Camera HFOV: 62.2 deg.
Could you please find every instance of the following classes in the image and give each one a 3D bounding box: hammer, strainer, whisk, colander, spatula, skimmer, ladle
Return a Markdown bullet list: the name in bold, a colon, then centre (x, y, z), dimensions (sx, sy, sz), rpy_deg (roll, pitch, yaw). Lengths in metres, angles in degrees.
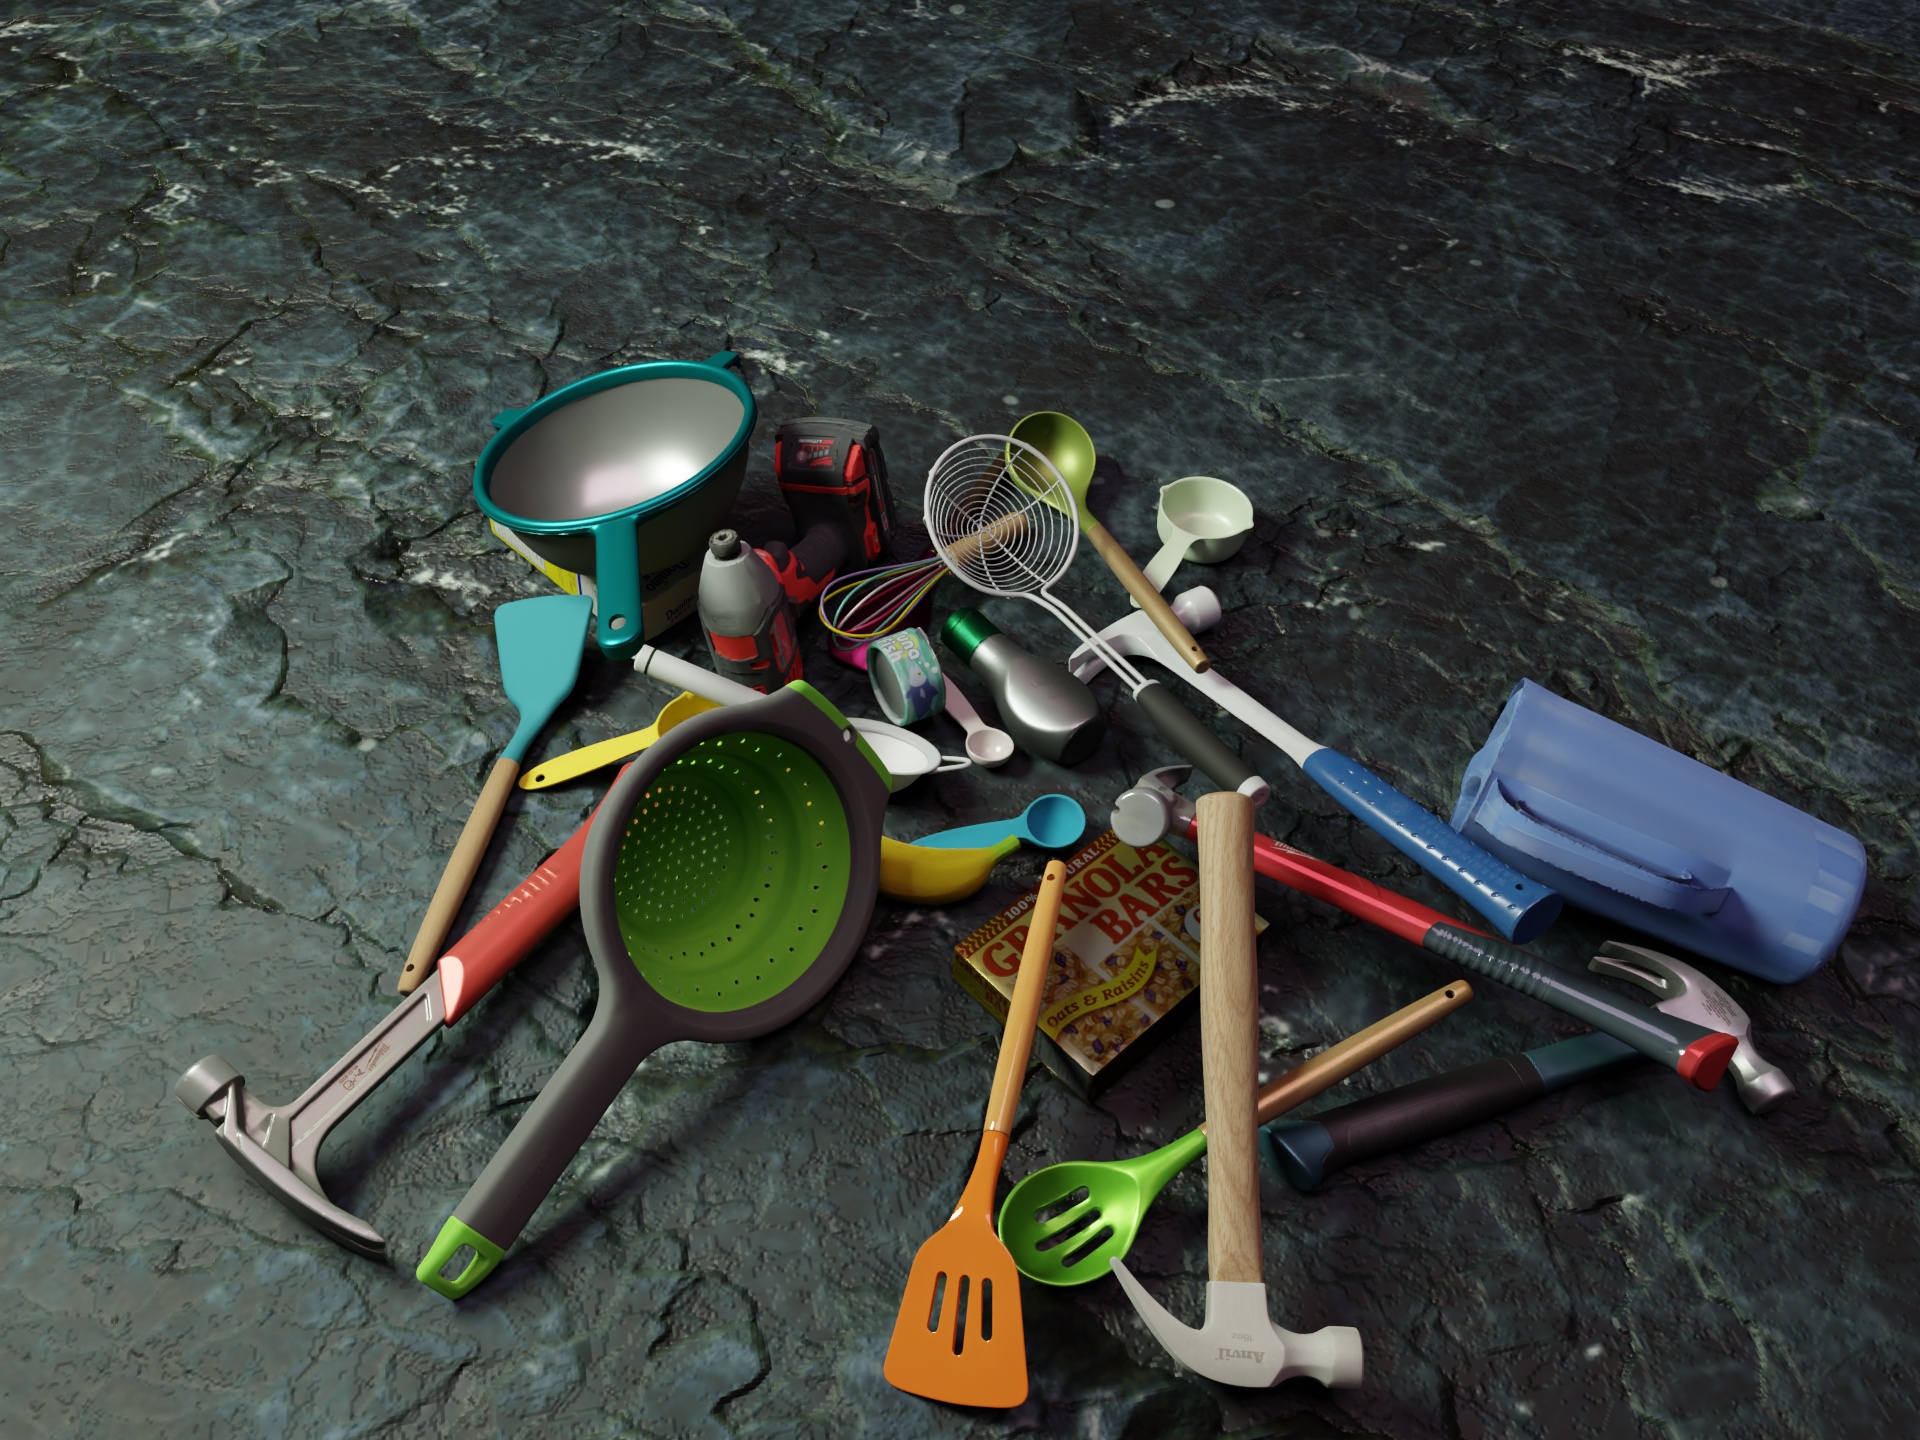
- **hammer**: centre (0.150, 0.197, 0.897), dimensions (0.130, 0.031, 0.332), rpy_deg (2, 65, 1)
- **strainer**: centre (-0.120, 0.000, 1.100), dimensions (0.258, 0.050, 0.087), rpy_deg (23, 20, -3)
- **whisk**: centre (-0.021, -0.111, 1.218), dimensions (0.047, 0.051, 0.245), rpy_deg (9, 29, 37)
- **hammer**: centre (0.338, 0.222, 0.973), dimensions (0.331, 0.033, 0.128), rpy_deg (-13, 51, -16)
- **hammer**: centre (-0.283, 0.148, 0.976), dimensions (0.149, 0.036, 0.359), rpy_deg (36, 51, 8)
- **colander**: centre (-0.199, 0.151, 0.951), dimensions (0.094, 0.204, 0.397), rpy_deg (7, 55, 49)
- **spatula**: centre (-0.320, 0.043, 1.072), dimensions (0.082, 0.044, 0.318), rpy_deg (-4, 47, 17)
- **hammer**: centre (0.230, 0.024, 1.081), dimensions (0.144, 0.035, 0.406), rpy_deg (-23, 40, -22)
- **spatula**: centre (0.027, 0.221, 0.914), dimensions (0.081, 0.041, 0.323), rpy_deg (1, 50, 20)
- **skimmer**: centre (0.099, -0.077, 1.118), dimensions (0.127, 0.090, 0.364), rpy_deg (-19, 46, -26)
- **strainer**: centre (-0.229, -0.129, 1.122), dimensions (0.211, 0.095, 0.341), rpy_deg (-15, 43, 0)
- **ladle**: centre (0.117, -0.143, 1.237), dimensions (0.078, 0.062, 0.321), rpy_deg (-12, 41, -16)
- **hammer**: centre (0.288, 0.124, 1.004), dimensions (0.386, 0.038, 0.143), rpy_deg (25, 14, 17)

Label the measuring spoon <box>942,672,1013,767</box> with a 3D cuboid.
- **measuring spoon**: centre (-0.002, -0.004, 1.164), dimensions (0.034, 0.018, 0.124), rpy_deg (-17, 45, -25)

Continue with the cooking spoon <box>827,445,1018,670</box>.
- **cooking spoon**: centre (-0.012, -0.147, 1.286), dimensions (0.069, 0.017, 0.319), rpy_deg (23, 51, 14)

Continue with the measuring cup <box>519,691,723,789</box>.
- **measuring cup**: centre (-0.230, 0.026, 1.115), dimensions (0.156, 0.029, 0.062), rpy_deg (-19, 51, -6)

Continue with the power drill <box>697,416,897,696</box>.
- **power drill**: centre (-0.126, -0.125, 1.174), dimensions (0.078, 0.143, 0.220), rpy_deg (6, 44, 19)

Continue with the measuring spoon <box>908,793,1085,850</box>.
- **measuring spoon**: centre (0.023, 0.082, 1.088), dimensions (0.128, 0.021, 0.042), rpy_deg (-12, 56, -3)

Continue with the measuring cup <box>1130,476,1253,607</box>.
- **measuring cup**: centre (0.176, -0.132, 1.278), dimensions (0.083, 0.038, 0.168), rpy_deg (26, 54, 18)

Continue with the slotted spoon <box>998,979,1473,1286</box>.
- **slotted spoon**: centre (0.163, 0.230, 0.913), dimensions (0.314, 0.031, 0.070), rpy_deg (-27, 56, -10)
